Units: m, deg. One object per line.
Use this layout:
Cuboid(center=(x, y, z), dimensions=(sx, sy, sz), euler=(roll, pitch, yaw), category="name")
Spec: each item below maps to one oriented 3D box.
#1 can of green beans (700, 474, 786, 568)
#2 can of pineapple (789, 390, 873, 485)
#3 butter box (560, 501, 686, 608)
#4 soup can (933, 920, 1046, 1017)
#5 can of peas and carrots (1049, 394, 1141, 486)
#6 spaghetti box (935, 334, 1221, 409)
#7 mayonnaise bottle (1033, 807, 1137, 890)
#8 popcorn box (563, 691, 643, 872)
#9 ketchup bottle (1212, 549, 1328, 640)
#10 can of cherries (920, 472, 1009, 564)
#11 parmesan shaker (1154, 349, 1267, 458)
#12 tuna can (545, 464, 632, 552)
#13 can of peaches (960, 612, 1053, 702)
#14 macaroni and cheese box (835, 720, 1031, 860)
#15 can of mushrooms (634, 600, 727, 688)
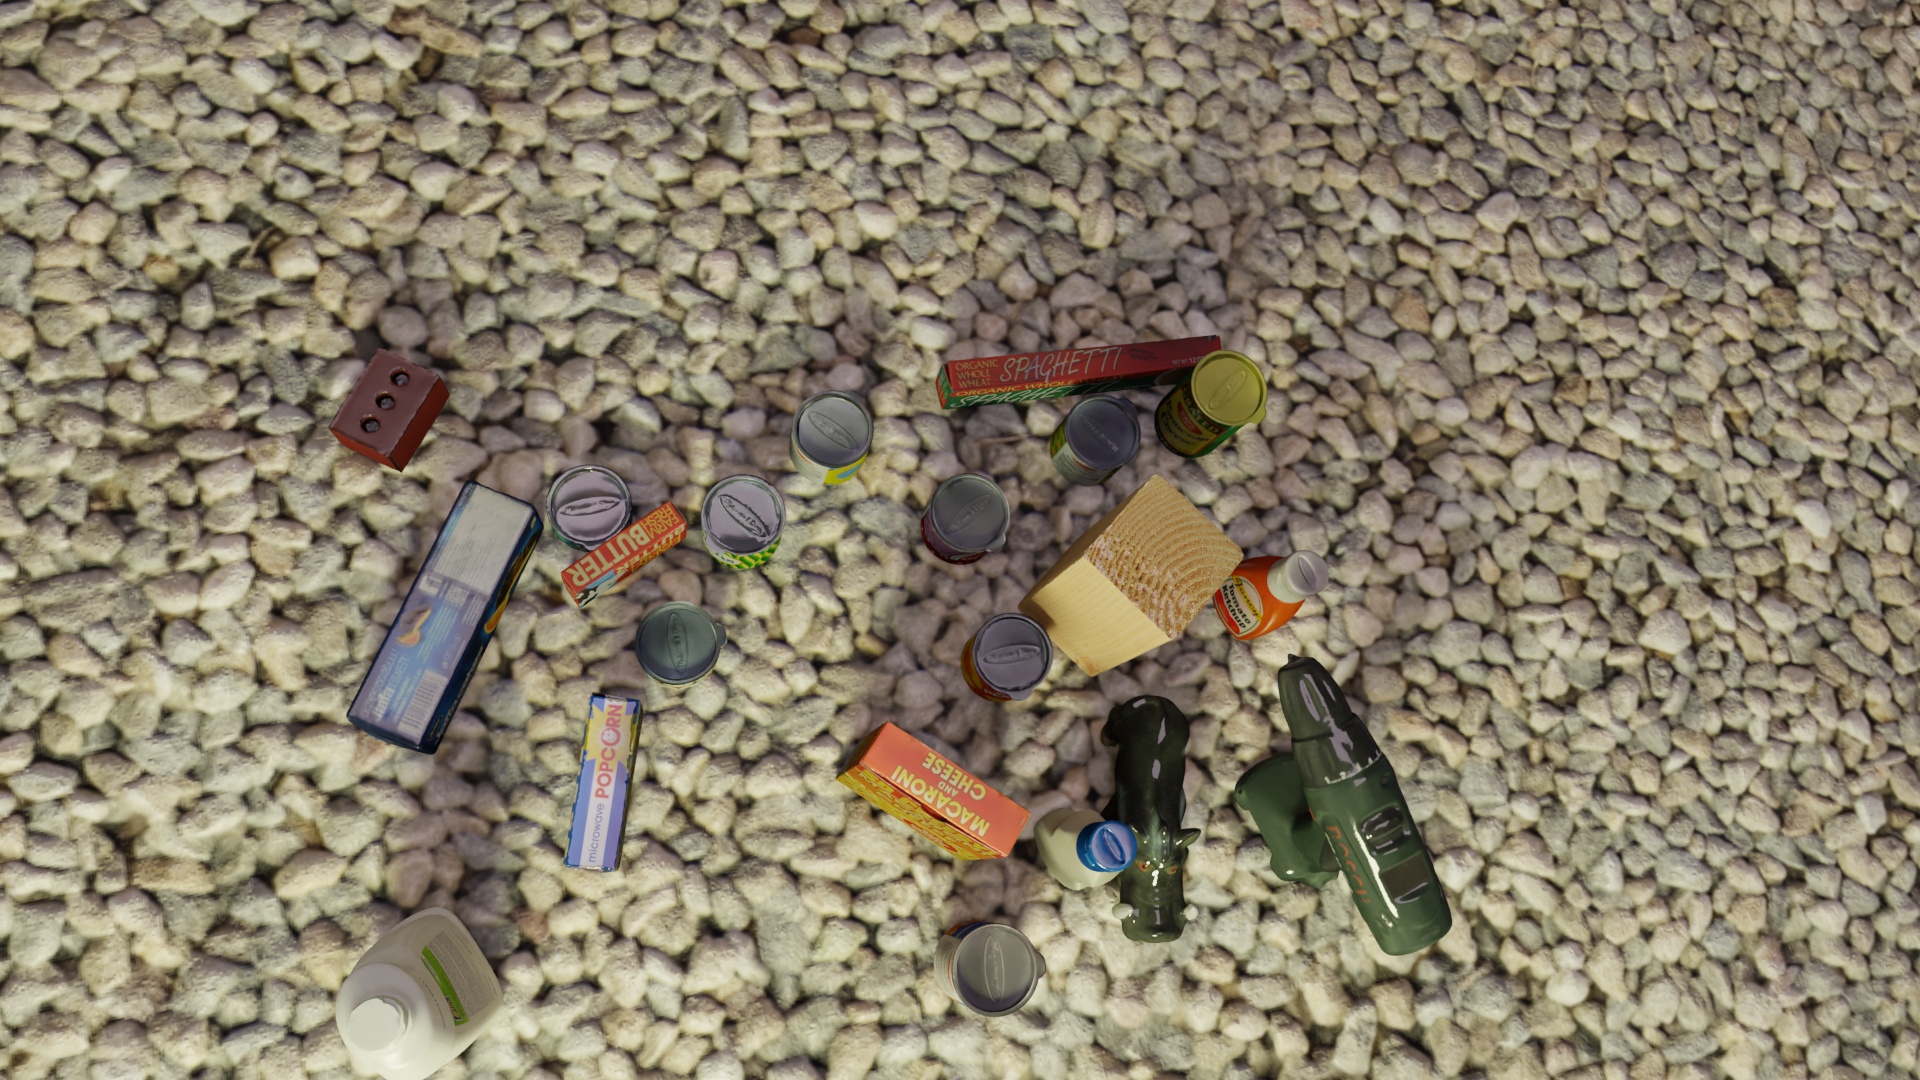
Cuboid(center=(-0.175, -0.014, 1.118), dimensions=(0.071, 0.057, 0.071), euler=(3, 76, -10), category="can of green beans")
Cuboid(center=(-0.106, -0.085, 1.148), dimensions=(0.071, 0.057, 0.071), euler=(3, 76, -10), category="can of pineapple")
Cuboid(center=(-0.265, 0.011, 1.097), dimensions=(0.104, 0.053, 0.024), euler=(-36, 86, -17), category="butter box")
Cuboid(center=(0.021, 0.324, 1.058), dimensions=(0.071, 0.083, 0.071), euler=(3, 76, -10), category="soup can")
Cuboid(center=(0.116, -0.087, 1.191), dimensions=(0.071, 0.058, 0.071), euler=(3, 76, -10), category="can of peas and carrots")
Cuboid(center=(0.103, -0.147, 1.208), dimensions=(0.250, 0.050, 0.029), euler=(-7, 78, -13), category="spaghetti box")
Cuboid(center=(0.097, 0.235, 1.061), dimensions=(0.041, 0.147, 0.065), euler=(-28, 83, -16), category="mayonnaise bottle")
Cuboid(center=(-0.266, 0.183, 1.038), dimensions=(0.038, 0.085, 0.127), euler=(8, 75, -9), category="popcorn box")
Cuboid(center=(0.255, 0.040, 1.139), dimensions=(0.043, 0.148, 0.065), euler=(-22, 82, -15), category="ketchup bottle")
Cuboid(center=(0.004, -0.014, 1.152), dimensions=(0.071, 0.058, 0.071), euler=(3, 76, -10), category="can of cherries")
Cuboid(center=(0.215, -0.113, 1.193), dimensions=(0.071, 0.103, 0.071), euler=(3, 76, -10), category="parmesan shaker")
Cuboid(center=(-0.295, -0.023, 1.110), dimensions=(0.071, 0.032, 0.071), euler=(3, 76, -10), category="tuna can")
Cuboid(center=(0.037, 0.098, 1.131), dimensions=(0.071, 0.058, 0.071), euler=(3, 76, -10), category="can of peaches")
Cuboid(center=(-0.025, 0.191, 1.039), dimensions=(0.124, 0.166, 0.040), euler=(33, 73, -2), category="macaroni and cheese box")
Cuboid(center=(-0.221, 0.083, 1.098), dimensions=(0.071, 0.033, 0.071), euler=(3, 76, -10), category="can of mushrooms")
